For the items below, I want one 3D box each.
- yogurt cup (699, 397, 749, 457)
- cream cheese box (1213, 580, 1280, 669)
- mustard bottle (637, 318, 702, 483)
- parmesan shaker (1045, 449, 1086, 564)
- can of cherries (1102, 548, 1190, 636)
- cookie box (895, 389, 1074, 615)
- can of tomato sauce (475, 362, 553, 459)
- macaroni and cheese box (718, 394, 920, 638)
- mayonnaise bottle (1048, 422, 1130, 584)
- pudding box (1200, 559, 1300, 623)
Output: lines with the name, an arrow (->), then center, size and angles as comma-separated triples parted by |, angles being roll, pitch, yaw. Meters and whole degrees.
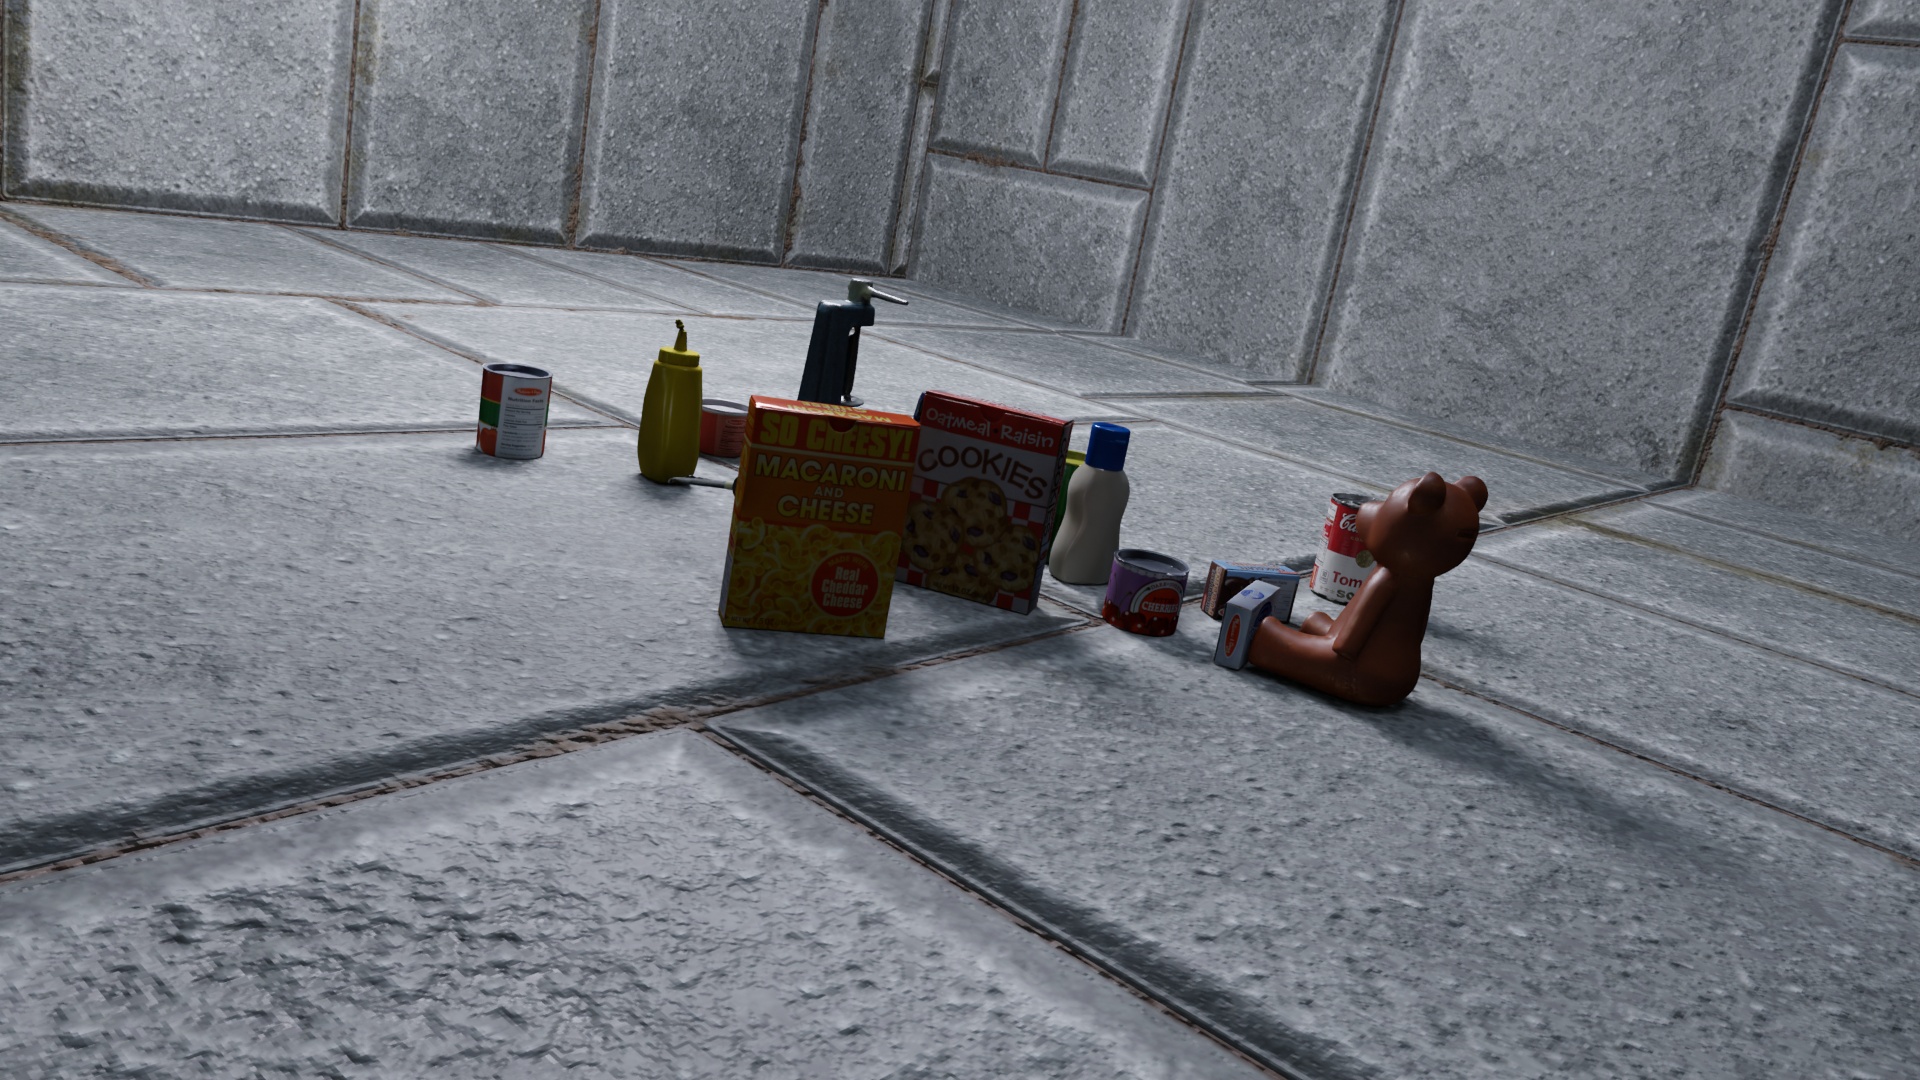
yogurt cup -> -0.263, -0.124, 1.532 | 0.072, 0.053, 0.072 | 10, 15, -3
cream cheese box -> 0.241, 0.070, 1.165 | 0.024, 0.053, 0.104 | 17, 16, 23
mustard bottle -> -0.281, -0.137, 1.363 | 0.049, 0.159, 0.065 | -2, 19, -40
parmesan shaker -> 0.102, -0.031, 1.345 | 0.071, 0.102, 0.071 | 10, 14, -3
can of cherries -> 0.160, 0.045, 1.191 | 0.071, 0.058, 0.072 | 10, 15, -3
cookie box -> 0.018, -0.034, 1.173 | 0.123, 0.167, 0.040 | 14, 15, 14
can of tomato sauce -> -0.440, -0.128, 1.369 | 0.071, 0.082, 0.071 | 10, 15, -3
macaroni and cheese box -> -0.104, -0.015, 1.022 | 0.124, 0.166, 0.040 | 6, 15, -19
mayonnaise bottle -> 0.125, -0.034, 1.285 | 0.065, 0.147, 0.041 | 2, 17, -31
pudding box -> 0.266, 0.047, 1.275 | 0.084, 0.049, 0.030 | 4, 16, -23
